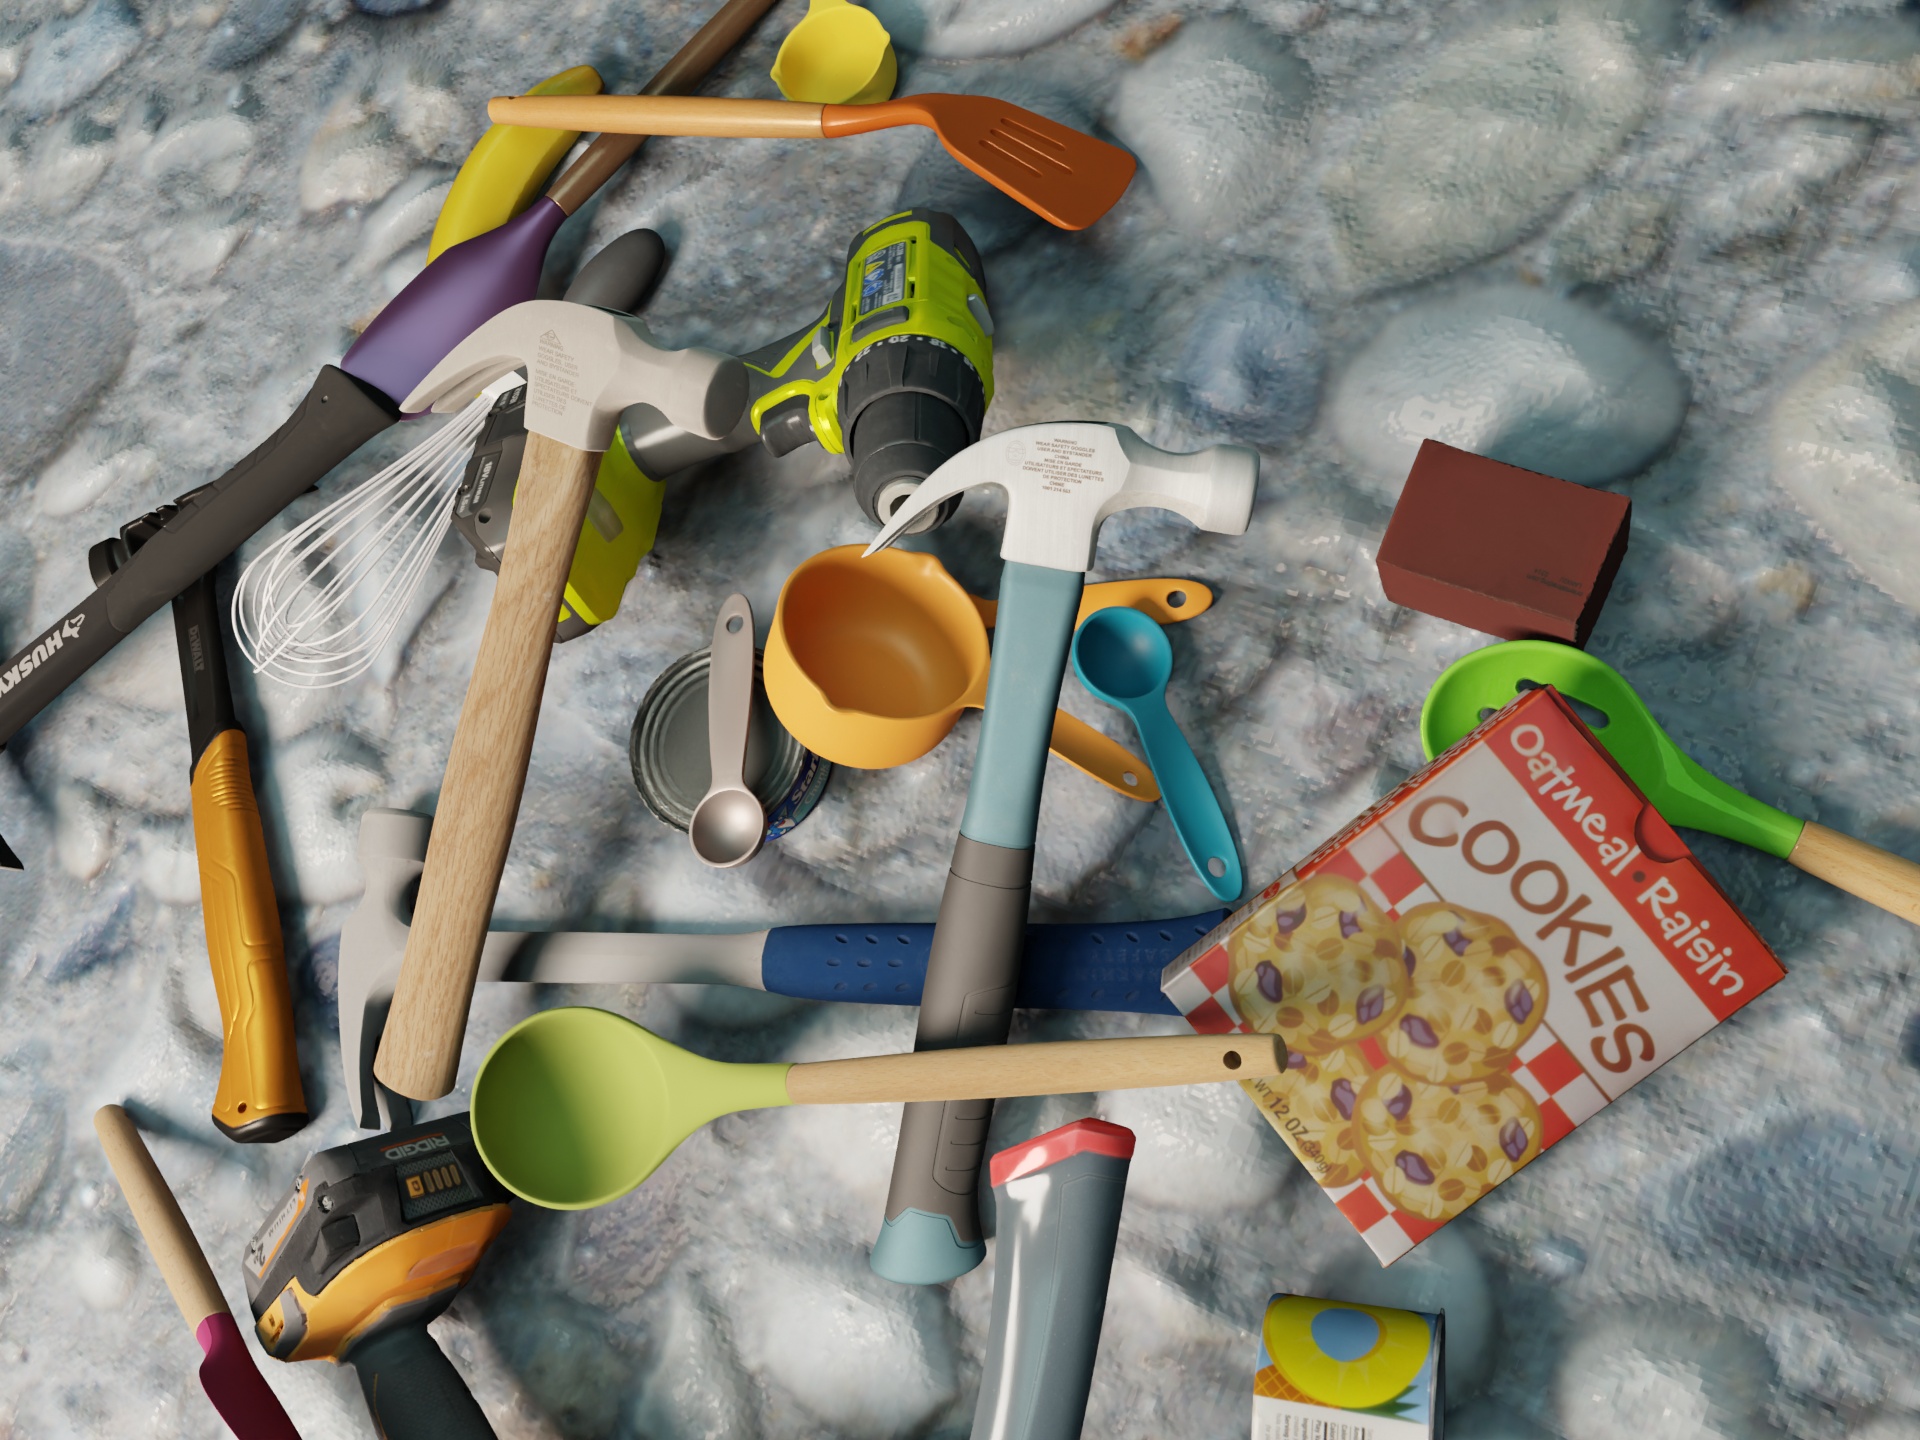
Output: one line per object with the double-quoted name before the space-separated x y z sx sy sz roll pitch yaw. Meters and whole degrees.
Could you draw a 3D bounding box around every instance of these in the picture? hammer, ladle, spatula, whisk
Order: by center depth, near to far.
"hammer" 0.015 0.320 0.490 0.143 0.038 0.386 11 81 15
"ladle" -0.043 0.130 0.561 0.320 0.062 0.078 -11 87 29
"hammer" 0.012 0.056 0.577 0.128 0.033 0.331 11 103 8
"hammer" -0.184 -0.001 0.629 0.130 0.031 0.331 23 105 18
"hammer" -0.089 0.106 0.664 0.405 0.035 0.144 -2 75 19
"spatula" -0.081 -0.268 0.735 0.323 0.041 0.081 10 43 21
"whisk" -0.235 -0.131 0.753 0.070 0.070 0.285 31 74 24
"hammer" -0.354 0.037 0.779 0.127 0.034 0.337 -22 70 14
"hammer" -0.403 -0.060 0.782 0.335 0.035 0.146 -34 66 14
"spatula" -0.181 -0.271 0.787 0.060 0.018 0.316 41 84 -1

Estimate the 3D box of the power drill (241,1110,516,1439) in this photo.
"power drill" -0.183 0.266 0.601 0.185 0.084 0.226 -47 63 36

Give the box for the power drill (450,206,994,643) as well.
"power drill" -0.092 -0.116 0.669 0.228 0.080 0.191 -19 40 16

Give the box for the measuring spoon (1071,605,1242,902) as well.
"measuring spoon" 0.080 0.015 0.640 0.042 0.021 0.129 -18 77 -19

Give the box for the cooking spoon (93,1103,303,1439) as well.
"cooking spoon" -0.314 0.235 0.654 0.017 0.068 0.319 -37 37 -25

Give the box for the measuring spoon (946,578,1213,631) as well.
"measuring spoon" 0.048 -0.049 0.669 0.117 0.011 0.021 -3 75 19

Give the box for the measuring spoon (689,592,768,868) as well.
"measuring spoon" -0.093 0.004 0.669 0.034 0.018 0.124 -9 66 19

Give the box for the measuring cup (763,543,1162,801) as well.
"measuring cup" -0.001 -0.002 0.655 0.173 0.052 0.095 30 52 -1

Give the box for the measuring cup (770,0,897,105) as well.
"measuring cup" -0.061 -0.358 0.784 0.062 0.029 0.157 -10 69 17

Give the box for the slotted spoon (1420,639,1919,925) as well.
"slotted spoon" 0.309 0.054 0.540 0.314 0.031 0.070 26 103 21
